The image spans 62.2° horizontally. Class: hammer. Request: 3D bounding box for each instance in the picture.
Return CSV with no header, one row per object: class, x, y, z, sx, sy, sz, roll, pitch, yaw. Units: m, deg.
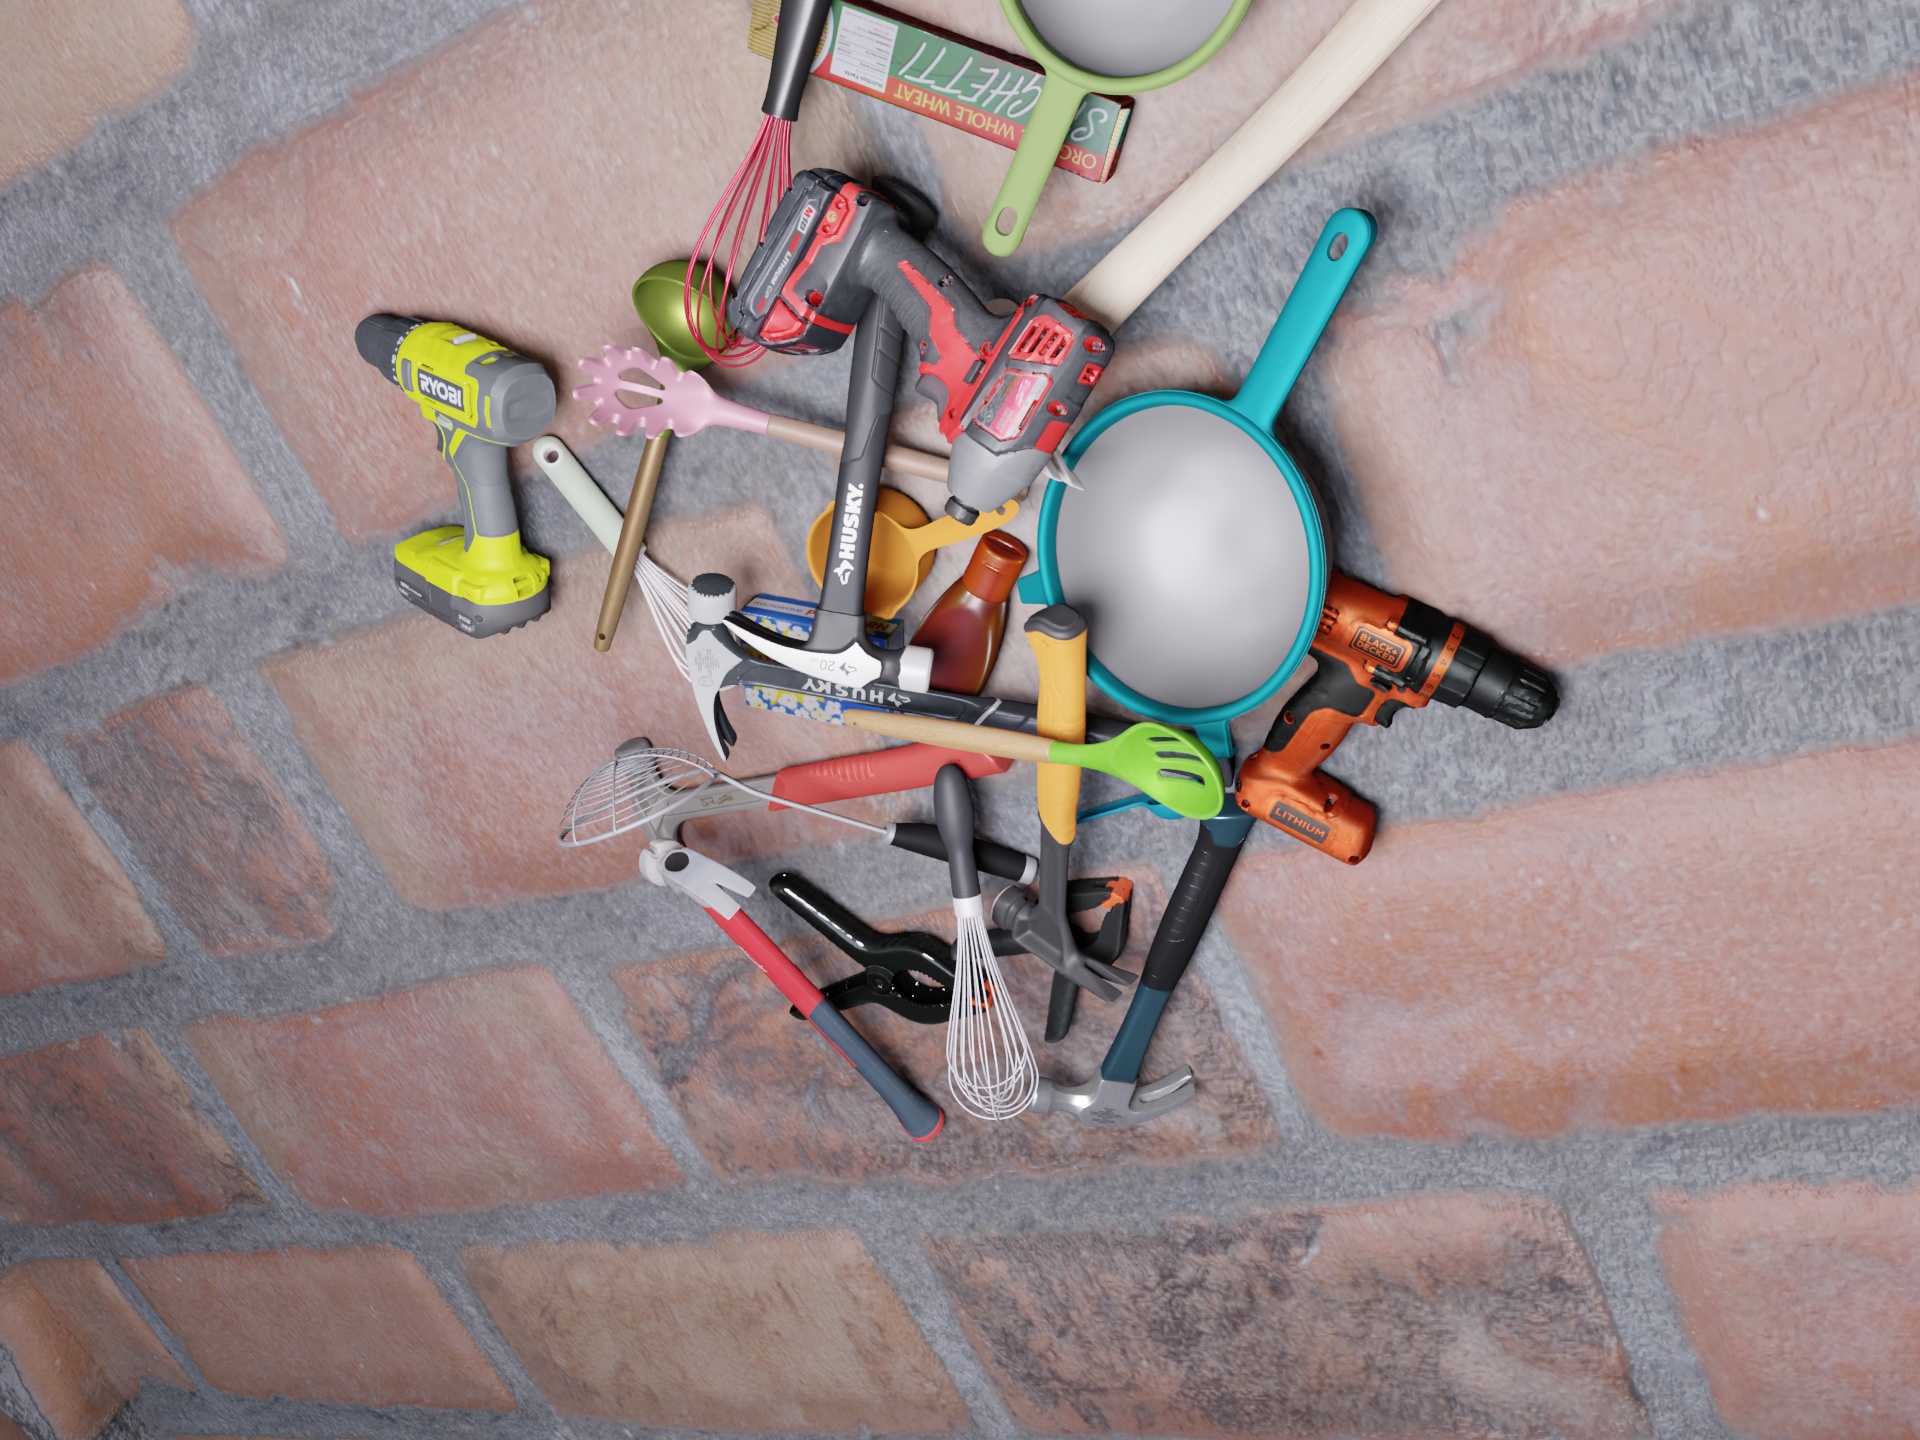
hammer,0.162,-0.310,0.912,0.410,0.038,0.146,-41,56,32
hammer,0.156,0.194,1.238,0.128,0.033,0.330,11,121,-10
hammer,-0.069,-0.189,1.065,0.146,0.035,0.334,9,105,1
hammer,-0.117,0.060,1.300,0.359,0.037,0.149,-10,114,29
hammer,-0.115,0.242,1.328,0.143,0.038,0.385,16,149,51
hammer,0.074,0.060,1.119,0.127,0.034,0.336,32,142,32
hammer,-0.002,-0.004,1.159,0.409,0.036,0.149,11,127,5

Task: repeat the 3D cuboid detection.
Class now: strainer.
strainer,0.182,-0.158,0.991,0.211,0.095,0.340,42,126,25
strainer,0.077,-0.390,0.911,0.151,0.069,0.256,29,121,4

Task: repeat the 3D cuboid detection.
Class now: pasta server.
pasta server,-0.106,-0.196,1.095,0.316,0.040,0.060,15,106,-2

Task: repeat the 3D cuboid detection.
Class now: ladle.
ladle,-0.232,-0.183,1.165,0.078,0.062,0.320,23,117,3

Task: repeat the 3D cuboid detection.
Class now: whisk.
whisk,-0.251,-0.123,1.249,0.058,0.059,0.246,-39,96,-1
whisk,0.012,0.172,1.219,0.070,0.070,0.284,-4,99,26
whisk,-0.119,-0.361,0.999,0.073,0.073,0.295,25,119,9

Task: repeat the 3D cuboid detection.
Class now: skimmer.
skimmer,-0.121,0.098,1.231,0.363,0.127,0.090,17,95,-12

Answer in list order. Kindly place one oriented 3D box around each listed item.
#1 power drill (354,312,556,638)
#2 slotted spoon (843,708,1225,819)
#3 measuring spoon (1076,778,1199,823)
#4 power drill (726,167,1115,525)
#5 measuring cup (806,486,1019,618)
power drill,-0.395,-0.197,1.239,0.191,0.080,0.228,26,127,28
slotted spoon,0.041,0.015,1.053,0.314,0.031,0.070,9,131,38
measuring spoon,0.128,0.071,1.195,0.128,0.042,0.021,-18,103,40
power drill,-0.027,-0.226,0.967,0.220,0.078,0.143,37,108,17
measuring cup,-0.026,-0.135,1.132,0.173,0.052,0.095,-16,111,29
